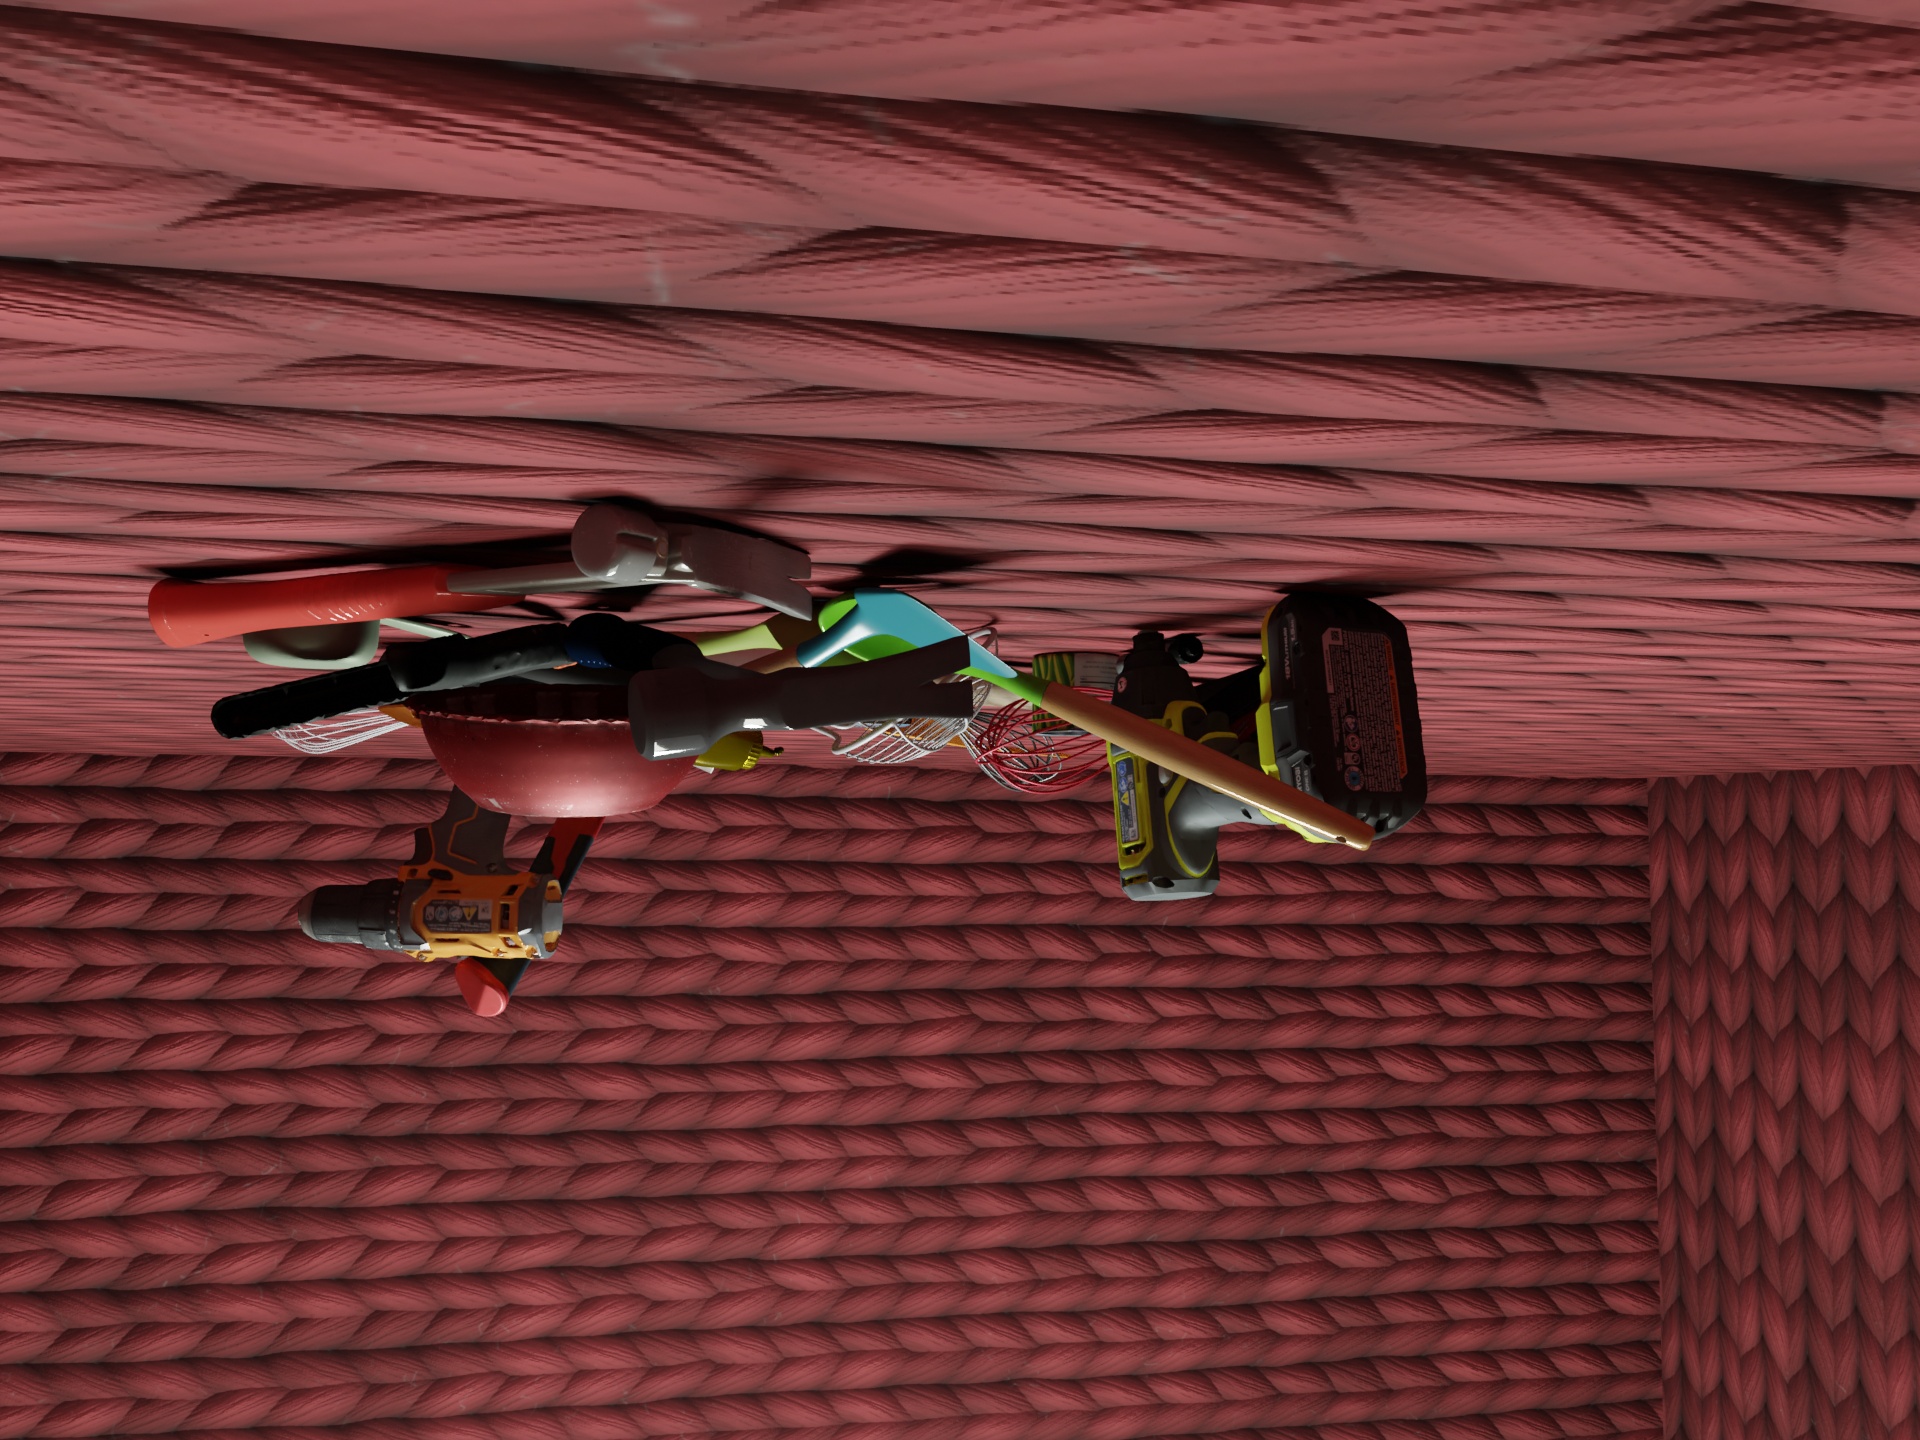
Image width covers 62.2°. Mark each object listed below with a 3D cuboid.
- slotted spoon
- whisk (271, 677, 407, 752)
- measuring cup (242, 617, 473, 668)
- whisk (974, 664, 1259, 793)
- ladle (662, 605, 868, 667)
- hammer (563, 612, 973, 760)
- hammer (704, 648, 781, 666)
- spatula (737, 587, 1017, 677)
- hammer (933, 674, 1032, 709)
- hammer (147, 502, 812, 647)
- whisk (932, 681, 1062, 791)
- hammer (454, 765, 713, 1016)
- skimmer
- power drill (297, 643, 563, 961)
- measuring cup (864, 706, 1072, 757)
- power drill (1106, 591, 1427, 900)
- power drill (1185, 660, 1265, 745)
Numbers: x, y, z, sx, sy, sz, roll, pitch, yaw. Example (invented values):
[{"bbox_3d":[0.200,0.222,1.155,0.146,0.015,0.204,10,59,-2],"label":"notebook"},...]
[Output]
[{"bbox_3d":[0.068,-0.003,0.838,0.314,0.031,0.070,24,152,13],"label":"slotted spoon"},{"bbox_3d":[-0.464,-0.014,1.380,0.284,0.070,0.070,-5,176,3],"label":"whisk"},{"bbox_3d":[-0.360,-0.046,0.973,0.083,0.038,0.167,-2,173,27],"label":"measuring cup"},{"bbox_3d":[0.135,-0.005,1.131,0.295,0.073,0.073,-14,-176,-32],"label":"whisk"},{"bbox_3d":[-0.184,-0.037,0.995,0.320,0.062,0.078,1,155,34],"label":"ladle"},{"bbox_3d":[-0.130,-0.028,0.783,0.144,0.035,0.406,-7,-171,-23],"label":"hammer"},{"bbox_3d":[-0.169,-0.027,1.271,0.127,0.034,0.337,2,176,-2],"label":"hammer"},{"bbox_3d":[-0.105,-0.020,0.872,0.317,0.044,0.082,-19,139,41],"label":"spatula"},{"bbox_3d":[0.114,-0.018,1.283,0.410,0.038,0.146,6,163,-35],"label":"hammer"},{"bbox_3d":[-0.254,-0.062,0.774,0.359,0.037,0.149,-2,175,27],"label":"hammer"},{"bbox_3d":[-0.001,-0.003,1.171,0.055,0.055,0.238,-3,156,38],"label":"whisk"},{"bbox_3d":[-0.309,0.106,1.312,0.143,0.038,0.387,23,-148,-8],"label":"hammer"},{"bbox_3d":[-0.151,-0.040,1.042,0.363,0.090,0.127,11,-149,18],"label":"skimmer"},{"bbox_3d":[-0.382,0.061,1.154,0.185,0.226,0.084,0,175,3],"label":"power drill"},{"bbox_3d":[0.010,-0.004,1.311,0.173,0.052,0.095,8,178,-4],"label":"measuring cup"},{"bbox_3d":[0.163,0.009,0.937,0.080,0.171,0.223,3,167,-27],"label":"power drill"},{"bbox_3d":[0.220,0.019,1.136,0.143,0.078,0.219,-34,168,4],"label":"power drill"}]
